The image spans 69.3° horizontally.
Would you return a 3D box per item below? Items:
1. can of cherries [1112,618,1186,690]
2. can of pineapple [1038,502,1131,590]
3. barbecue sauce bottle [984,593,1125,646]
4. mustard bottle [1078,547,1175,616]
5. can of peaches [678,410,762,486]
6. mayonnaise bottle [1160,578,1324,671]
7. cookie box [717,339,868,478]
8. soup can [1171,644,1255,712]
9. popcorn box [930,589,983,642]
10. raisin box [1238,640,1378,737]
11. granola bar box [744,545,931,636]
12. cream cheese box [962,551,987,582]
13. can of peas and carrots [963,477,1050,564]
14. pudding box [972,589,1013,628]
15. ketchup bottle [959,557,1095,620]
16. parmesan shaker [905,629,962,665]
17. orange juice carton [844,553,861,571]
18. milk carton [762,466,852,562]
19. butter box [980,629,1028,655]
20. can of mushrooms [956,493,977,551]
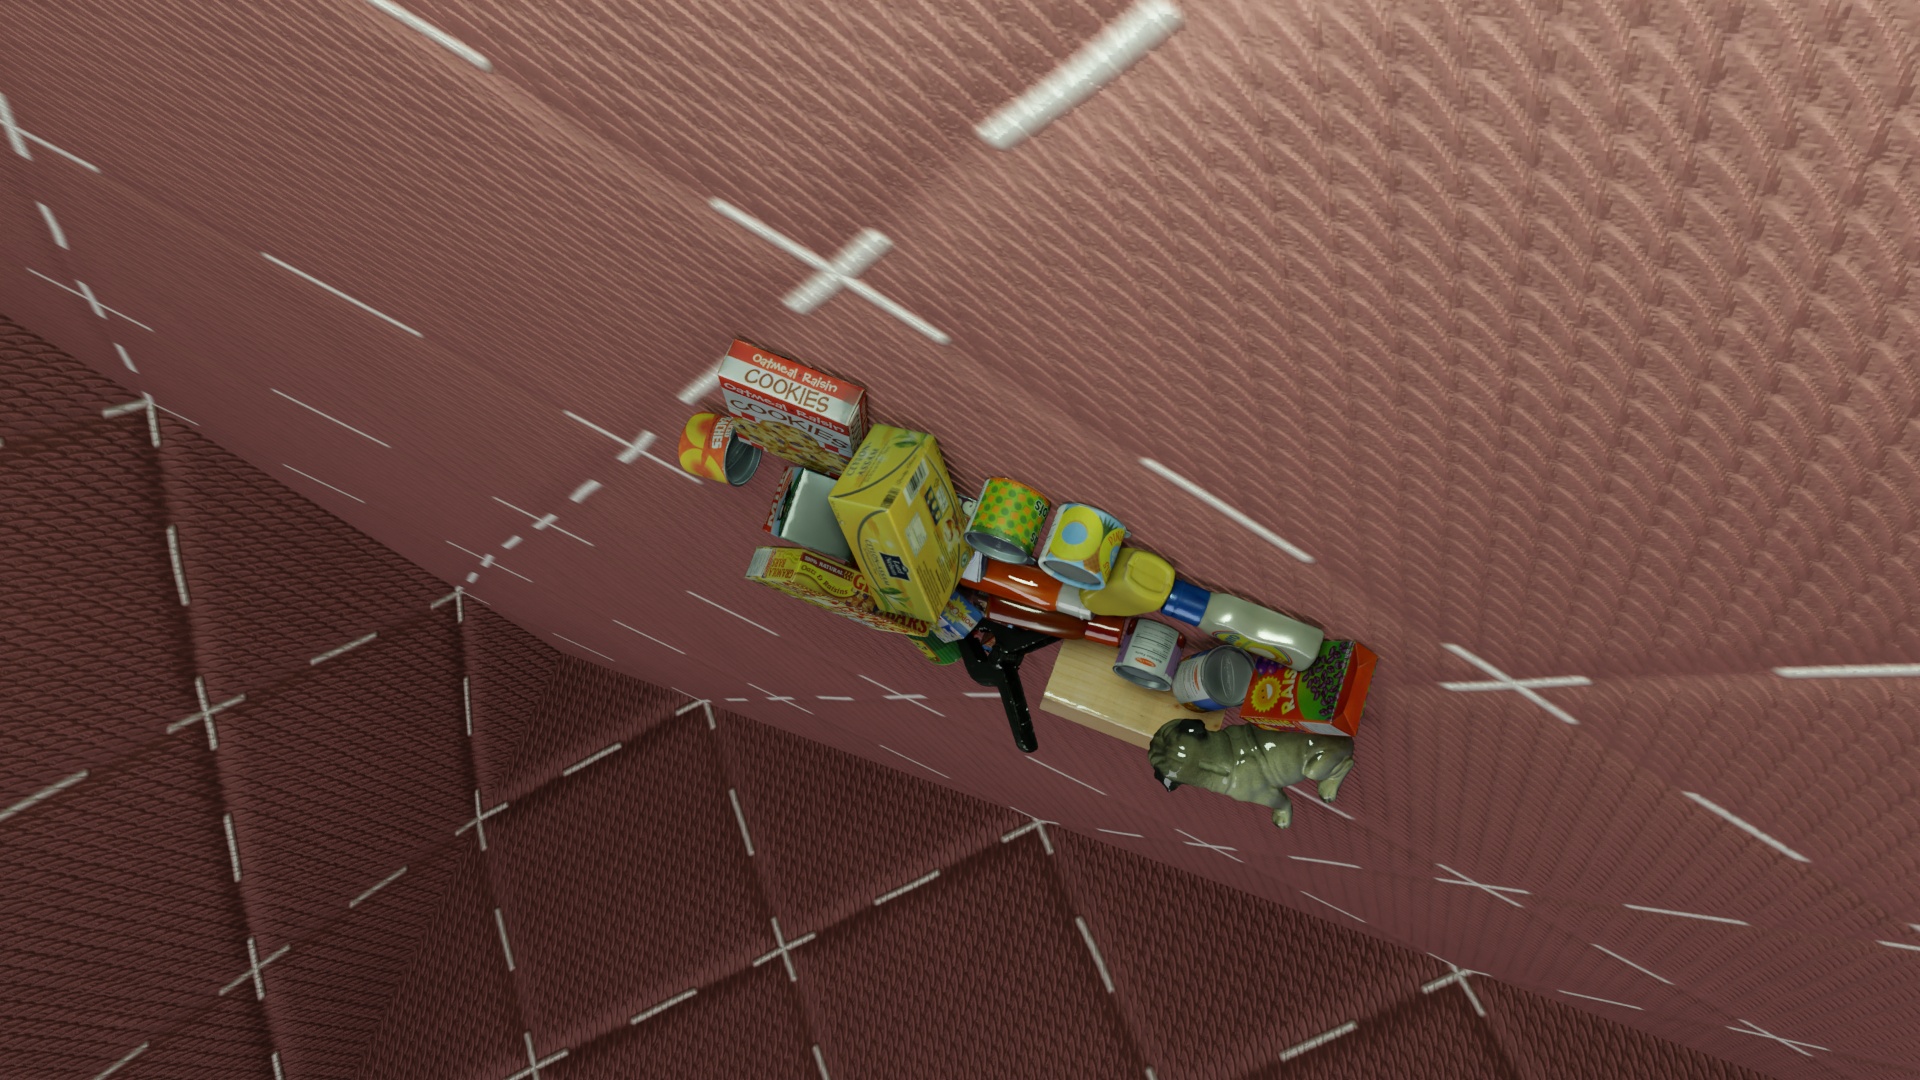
[{"bbox_3d":[0.206,0.125,1.512,0.071,0.058,0.071,19,163,6],"label":"can of cherries"},{"bbox_3d":[0.112,0.006,1.261,0.071,0.058,0.070,20,163,7],"label":"can of pineapple"},{"bbox_3d":[0.104,0.081,1.517,0.148,0.043,0.065,14,-161,9],"label":"barbecue sauce bottle"},{"bbox_3d":[0.150,0.045,1.349,0.065,0.049,0.160,28,163,-12],"label":"mustard bottle"},{"bbox_3d":[-0.241,-0.094,1.392,0.058,0.071,0.071,16,162,23],"label":"can of peaches"},{"bbox_3d":[0.265,0.079,1.320,0.148,0.041,0.064,21,163,3],"label":"mayonnaise bottle"},{"bbox_3d":[-0.146,-0.114,1.254,0.123,0.040,0.167,21,165,4],"label":"cookie box"},{"bbox_3d":[0.275,0.149,1.490,0.071,0.071,0.083,25,164,-8],"label":"soup can"},{"bbox_3d":[-0.026,0.078,1.641,0.085,0.038,0.126,41,168,-4],"label":"popcorn box"},{"bbox_3d":[0.336,0.143,1.350,0.040,0.086,0.123,29,162,-27],"label":"raisin box"},{"bbox_3d":[-0.125,0.052,1.448,0.165,0.039,0.124,24,169,-29],"label":"granola bar box"},{"bbox_3d":[-0.021,0.003,1.436,0.104,0.024,0.053,17,121,18],"label":"cream cheese box"},{"bbox_3d":[0.045,-0.017,1.274,0.071,0.059,0.070,20,163,6],"label":"can of peas and carrots"},{"bbox_3d":[0.042,0.070,1.603,0.050,0.030,0.083,19,164,9],"label":"pudding box"},{"bbox_3d":[0.073,0.046,1.463,0.149,0.043,0.064,17,171,17],"label":"ketchup bottle"},{"bbox_3d":[-0.036,0.108,1.764,0.071,0.071,0.102,14,161,26],"label":"parmesan shaker"},{"bbox_3d":[-0.087,0.030,1.571,0.073,0.072,0.192,24,164,-8],"label":"orange juice carton"},{"bbox_3d":[-0.148,-0.030,1.392,0.073,0.072,0.190,20,178,-15],"label":"milk carton"},{"bbox_3d":[0.060,0.131,1.780,0.053,0.024,0.103,23,164,-5],"label":"butter box"},{"bbox_3d":[0.005,-0.017,1.371,0.071,0.033,0.071,21,163,7],"label":"can of mushrooms"}]
